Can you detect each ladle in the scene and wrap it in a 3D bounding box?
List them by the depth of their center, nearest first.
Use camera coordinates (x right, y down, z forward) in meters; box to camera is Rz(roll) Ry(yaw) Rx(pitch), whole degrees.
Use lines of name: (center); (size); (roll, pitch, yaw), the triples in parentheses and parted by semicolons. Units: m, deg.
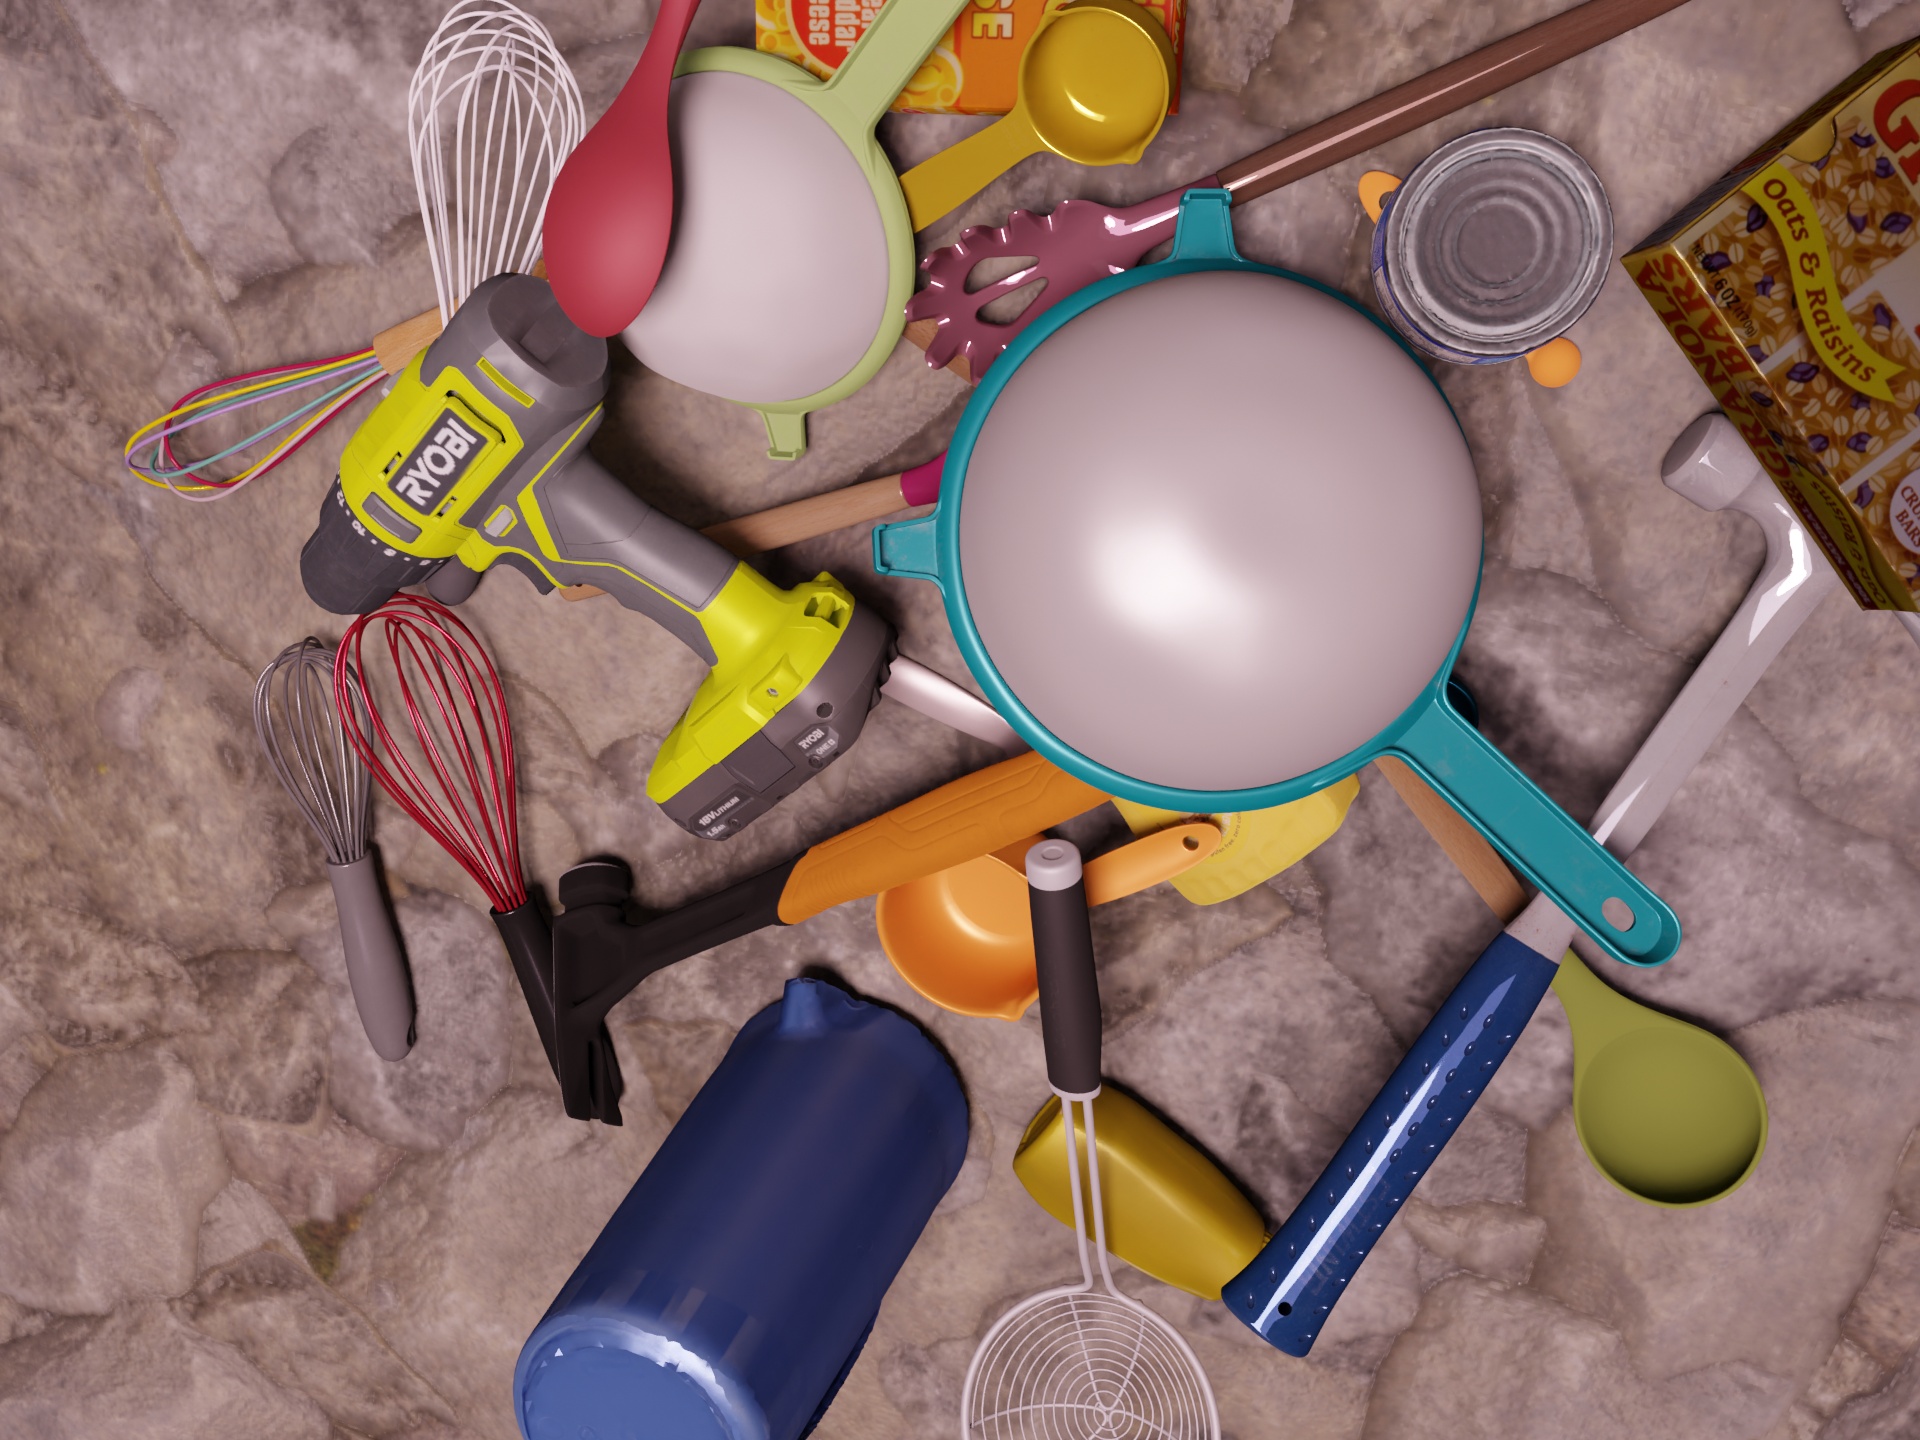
ladle: (-0.089, -0.294, 0.580); (0.069, 0.031, 0.315); (23, 92, 36)
ladle: (0.230, 0.076, 0.673); (0.078, 0.062, 0.320); (-37, 99, 17)

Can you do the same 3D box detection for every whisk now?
whisk: (-0.208, -0.162, 0.677); (0.070, 0.070, 0.284); (24, 128, 4)
whisk: (-0.279, -0.158, 0.731); (0.245, 0.051, 0.047); (-20, 124, 14)
whisk: (-0.229, 0.074, 0.784); (0.073, 0.073, 0.295); (-12, 110, 16)
whisk: (-0.310, 0.072, 0.807); (0.055, 0.055, 0.238); (0, 113, 12)

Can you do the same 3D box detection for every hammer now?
hammer: (0.241, 0.086, 0.640); (0.144, 0.035, 0.405); (33, 96, 0)
hammer: (-0.052, 0.072, 0.695); (0.337, 0.034, 0.127); (-25, 57, 27)

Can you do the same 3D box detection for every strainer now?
strainer: (0.145, -0.027, 0.566); (0.340, 0.095, 0.211); (43, 87, -1)
strainer: (-0.068, -0.210, 0.605); (0.151, 0.069, 0.256); (46, 132, -6)

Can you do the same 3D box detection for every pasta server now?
pasta server: (0.127, -0.214, 0.610); (0.316, 0.040, 0.060); (-21, 112, 13)

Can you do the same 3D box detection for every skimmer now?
skimmer: (0.047, 0.223, 0.691); (0.127, 0.090, 0.363); (5, 122, 21)

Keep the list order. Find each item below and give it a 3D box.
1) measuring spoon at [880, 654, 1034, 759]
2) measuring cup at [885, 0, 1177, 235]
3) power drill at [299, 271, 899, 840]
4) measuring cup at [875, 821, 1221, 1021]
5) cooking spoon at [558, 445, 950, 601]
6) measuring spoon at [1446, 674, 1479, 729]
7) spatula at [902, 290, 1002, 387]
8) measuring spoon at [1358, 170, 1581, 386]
measuring spoon: (-0.001, -0.002, 0.728); (0.124, 0.018, 0.034); (28, 112, 3)
measuring cup: (0.015, -0.224, 0.615); (0.156, 0.029, 0.062); (-19, 119, 39)
power drill: (-0.159, -0.053, 0.679); (0.228, 0.080, 0.190); (40, 128, -19)
measuring cup: (0.044, 0.070, 0.712); (0.173, 0.052, 0.095); (-25, 100, 28)
cooking spoon: (-0.045, -0.094, 0.686); (0.319, 0.017, 0.069); (-12, 90, 24)
measuring spoon: (0.179, -0.042, 0.666); (0.042, 0.021, 0.128); (-19, 111, 35)
spatula: (0.048, -0.124, 0.676); (0.317, 0.044, 0.082); (36, 112, 4)
measuring spoon: (0.201, -0.175, 0.629); (0.117, 0.011, 0.021); (43, 111, -3)
